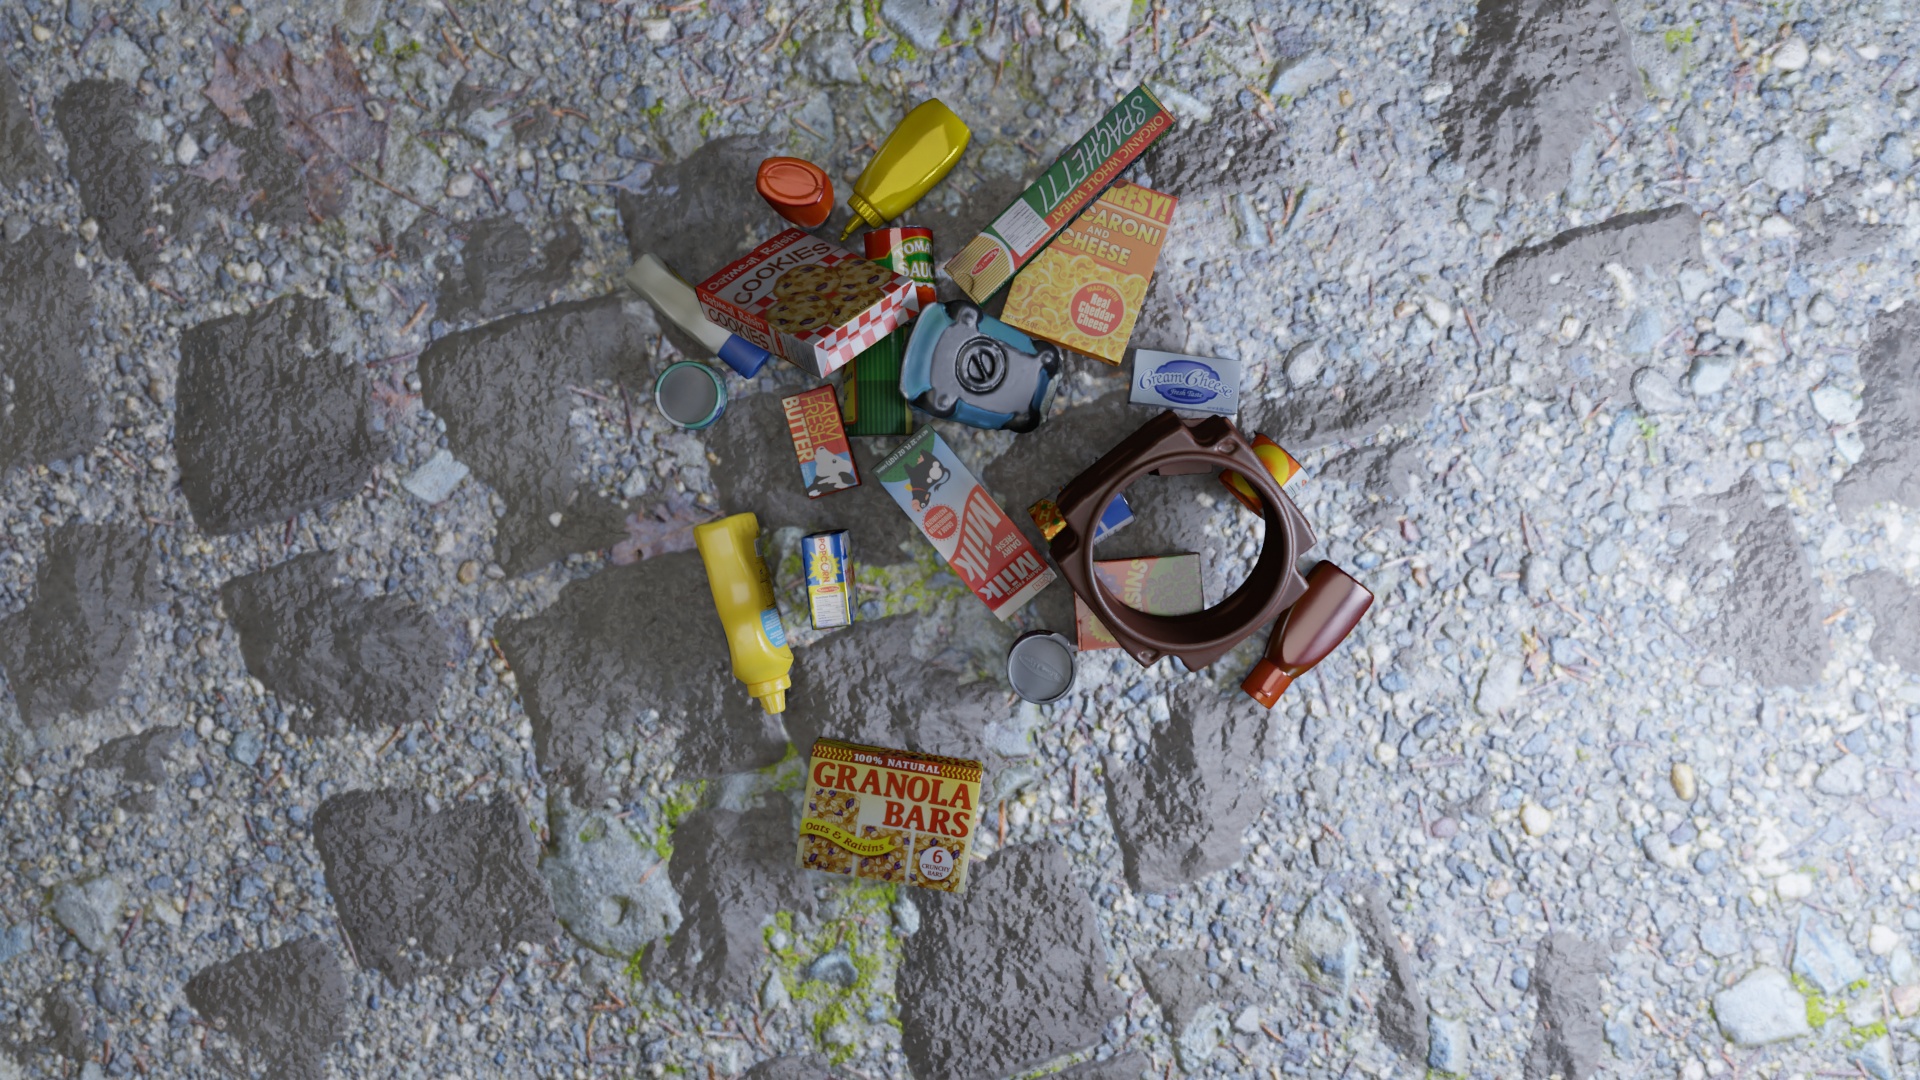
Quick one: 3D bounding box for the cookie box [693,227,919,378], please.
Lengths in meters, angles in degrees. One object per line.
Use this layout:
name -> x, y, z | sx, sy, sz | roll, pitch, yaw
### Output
cookie box -> -0.141, -0.221, 1.267 | 0.168, 0.040, 0.123 | 30, 55, 34

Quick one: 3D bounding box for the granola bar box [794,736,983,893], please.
granola bar box -> -0.068, 0.266, 1.348 | 0.166, 0.039, 0.124 | 9, 93, 1

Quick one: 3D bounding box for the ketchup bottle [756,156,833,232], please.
ketchup bottle -> -0.146, -0.314, 1.277 | 0.065, 0.149, 0.043 | 13, 92, 0

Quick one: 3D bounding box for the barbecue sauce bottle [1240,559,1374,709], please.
barbecue sauce bottle -> 0.327, 0.093, 1.331 | 0.065, 0.044, 0.148 | 37, 93, 0

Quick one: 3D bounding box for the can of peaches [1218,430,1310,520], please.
can of peaches -> 0.286, -0.061, 1.316 | 0.071, 0.071, 0.058 | 42, 93, 0

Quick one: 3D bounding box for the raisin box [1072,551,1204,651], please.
raisin box -> 0.171, 0.058, 1.336 | 0.123, 0.040, 0.086 | -5, 93, 2

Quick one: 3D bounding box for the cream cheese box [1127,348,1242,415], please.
cream cheese box -> 0.215, -0.152, 1.335 | 0.104, 0.024, 0.053 | 6, 91, 1

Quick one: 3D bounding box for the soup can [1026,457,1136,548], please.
soup can -> 0.113, -0.028, 1.321 | 0.084, 0.071, 0.071 | -32, 91, 3

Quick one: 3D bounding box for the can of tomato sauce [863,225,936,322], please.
can of tomato sauce -> -0.055, -0.251, 1.317 | 0.071, 0.071, 0.083 | -4, 93, 2

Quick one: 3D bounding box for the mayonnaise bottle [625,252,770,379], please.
mayonnaise bottle -> -0.250, -0.214, 1.329 | 0.148, 0.065, 0.041 | 39, 90, -4

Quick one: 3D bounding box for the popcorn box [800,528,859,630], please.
popcorn box -> -0.121, 0.034, 1.299 | 0.038, 0.127, 0.085 | -7, 92, -1

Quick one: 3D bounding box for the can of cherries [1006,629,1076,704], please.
can of cherries -> 0.079, 0.118, 1.330 | 0.071, 0.058, 0.071 | 0, 91, 2

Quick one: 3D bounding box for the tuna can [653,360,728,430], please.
tuna can -> -0.259, -0.142, 1.344 | 0.071, 0.033, 0.071 | 0, 92, 2

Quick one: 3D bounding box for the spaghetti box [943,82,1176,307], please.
spaghetti box -> 0.092, -0.319, 1.290 | 0.250, 0.029, 0.050 | -42, 87, 4

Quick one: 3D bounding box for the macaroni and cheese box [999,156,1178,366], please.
macaroni and cheese box -> 0.122, -0.265, 1.326 | 0.124, 0.040, 0.166 | 19, 92, 1

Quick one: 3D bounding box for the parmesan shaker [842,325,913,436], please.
parmesan shaker -> -0.079, -0.150, 1.319 | 0.071, 0.071, 0.103 | -1, 92, 2

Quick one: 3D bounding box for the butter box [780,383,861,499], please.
butter box -> -0.135, -0.096, 1.346 | 0.053, 0.024, 0.103 | -15, 91, 3

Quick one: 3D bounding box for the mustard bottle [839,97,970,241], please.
mustard bottle -> -0.062, -0.346, 1.324 | 0.065, 0.049, 0.160 | 44, 93, -1

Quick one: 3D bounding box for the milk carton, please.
milk carton -> 0.005, -0.017, 1.320 | 0.072, 0.073, 0.190 | -39, 91, 2
